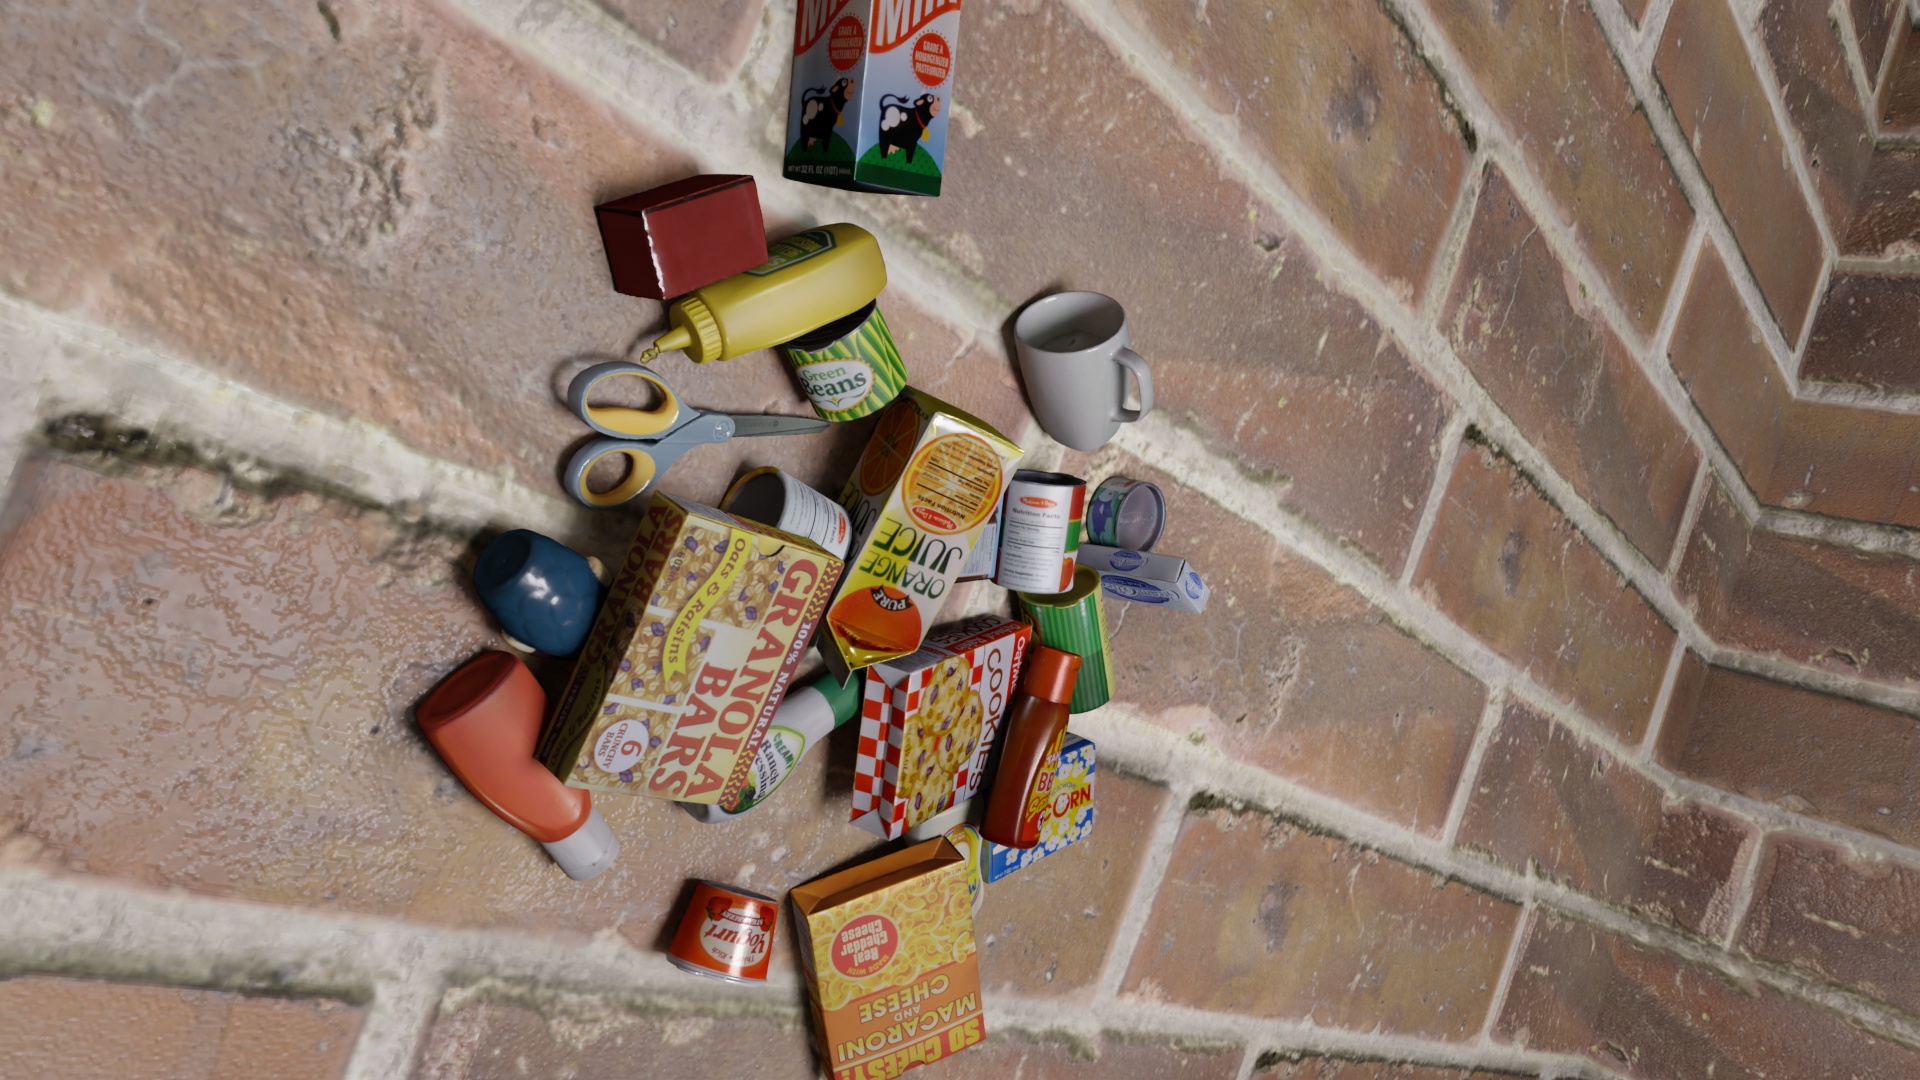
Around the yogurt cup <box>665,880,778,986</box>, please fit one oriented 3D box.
[{"bbox_3d":[-0.153,0.256,0.910,0.072,0.072,0.054,28,73,-46],"label":"yogurt cup"}]

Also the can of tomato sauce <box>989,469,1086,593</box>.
[{"bbox_3d":[0.058,-0.008,1.049,0.071,0.071,0.083,-5,105,-45],"label":"can of tomato sauce"}]

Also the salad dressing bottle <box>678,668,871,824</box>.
[{"bbox_3d":[-0.121,0.129,0.919,0.148,0.044,0.064,-33,123,-38],"label":"salad dressing bottle"}]

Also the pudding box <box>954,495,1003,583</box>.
[{"bbox_3d":[0.004,-0.013,1.017,0.050,0.030,0.083,-4,104,-44],"label":"pudding box"}]

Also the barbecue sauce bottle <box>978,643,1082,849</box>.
[{"bbox_3d":[0.054,0.153,1.041,0.065,0.044,0.148,19,86,-71],"label":"barbecue sauce bottle"}]

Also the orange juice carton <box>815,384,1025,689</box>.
[{"bbox_3d":[-0.043,0.002,0.912,0.073,0.072,0.192,24,100,-28],"label":"orange juice carton"}]

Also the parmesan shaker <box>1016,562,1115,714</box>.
[{"bbox_3d":[0.084,0.079,1.096,0.071,0.071,0.102,-31,122,-36],"label":"parmesan shaker"}]

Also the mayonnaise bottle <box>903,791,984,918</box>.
[{"bbox_3d":[-0.010,0.261,1.071,0.065,0.041,0.147,-16,112,-34],"label":"mayonnaise bottle"}]

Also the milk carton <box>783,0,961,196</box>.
[{"bbox_3d":[-0.051,-0.311,0.847,0.073,0.072,0.190,-3,103,-45],"label":"milk carton"}]

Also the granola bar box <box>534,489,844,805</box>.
[{"bbox_3d":[-0.151,0.067,0.795,0.124,0.039,0.165,21,96,-49],"label":"granola bar box"}]

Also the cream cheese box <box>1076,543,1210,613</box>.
[{"bbox_3d":[0.144,0.030,1.119,0.053,0.104,0.024,45,63,-44],"label":"cream cheese box"}]

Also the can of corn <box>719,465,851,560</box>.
[{"bbox_3d":[-0.114,-0.005,0.876,0.058,0.071,0.071,33,77,-44],"label":"can of corn"}]

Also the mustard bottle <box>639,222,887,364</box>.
[{"bbox_3d":[-0.121,-0.143,0.831,0.161,0.065,0.048,-31,125,-27],"label":"mustard bottle"}]

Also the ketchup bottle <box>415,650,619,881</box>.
[{"bbox_3d":[-0.245,0.135,0.795,0.065,0.043,0.148,-43,129,-27],"label":"ketchup bottle"}]

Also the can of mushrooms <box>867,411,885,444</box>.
[{"bbox_3d":[-0.030,-0.059,0.968,0.071,0.033,0.070,-15,111,-43],"label":"can of mushrooms"}]

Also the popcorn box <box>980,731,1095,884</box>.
[{"bbox_3d":[0.056,0.214,1.127,0.127,0.038,0.085,-14,112,-43],"label":"popcorn box"}]

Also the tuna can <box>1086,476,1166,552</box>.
[{"bbox_3d":[0.137,-0.016,1.149,0.071,0.033,0.071,-15,111,-42],"label":"tuna can"}]

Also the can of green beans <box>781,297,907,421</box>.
[{"bbox_3d":[-0.074,-0.117,0.883,0.071,0.071,0.057,-45,130,-27],"label":"can of green beans"}]

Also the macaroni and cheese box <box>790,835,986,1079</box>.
[{"bbox_3d":[-0.050,0.315,1.020,0.124,0.040,0.165,-15,113,-21],"label":"macaroni and cheese box"}]

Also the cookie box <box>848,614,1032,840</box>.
[{"bbox_3d":[-0.012,0.130,1.007,0.168,0.040,0.122,-15,116,-57],"label":"cookie box"}]
